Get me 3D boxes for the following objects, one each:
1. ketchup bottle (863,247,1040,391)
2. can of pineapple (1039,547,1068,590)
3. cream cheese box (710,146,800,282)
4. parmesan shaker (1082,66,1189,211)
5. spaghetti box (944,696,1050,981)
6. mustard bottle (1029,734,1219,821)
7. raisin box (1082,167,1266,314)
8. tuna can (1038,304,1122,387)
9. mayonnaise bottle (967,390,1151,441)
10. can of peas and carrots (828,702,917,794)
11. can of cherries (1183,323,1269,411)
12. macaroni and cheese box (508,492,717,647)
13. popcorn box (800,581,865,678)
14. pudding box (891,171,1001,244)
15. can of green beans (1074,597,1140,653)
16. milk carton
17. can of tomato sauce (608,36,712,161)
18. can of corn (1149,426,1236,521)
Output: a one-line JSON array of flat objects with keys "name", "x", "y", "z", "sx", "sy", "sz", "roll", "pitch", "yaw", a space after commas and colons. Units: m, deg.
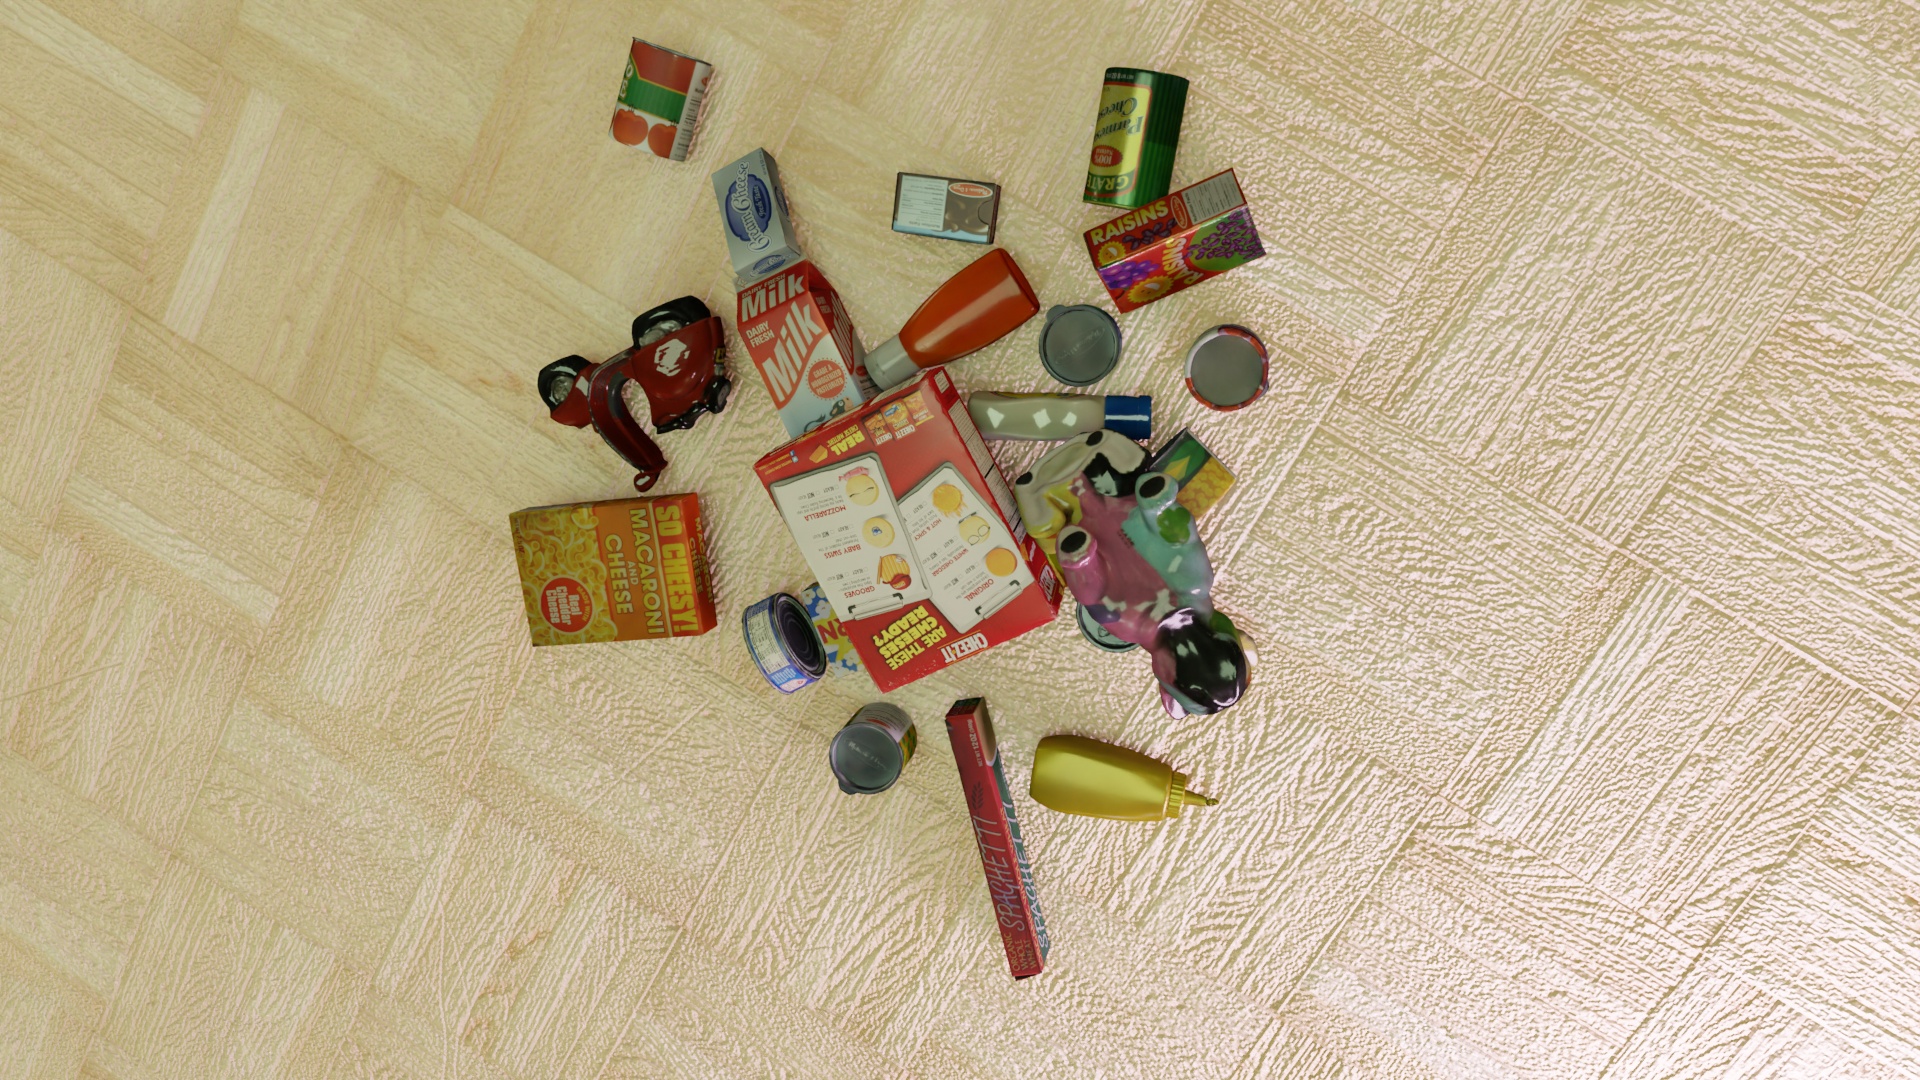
[{"name": "ketchup bottle", "x": -0.011, "y": -0.177, "z": 1.148, "sx": 0.148, "sy": 0.043, "sz": 0.064, "roll": -31, "pitch": 93, "yaw": 16}, {"name": "can of pineapple", "x": 0.074, "y": 0.011, "z": 1.156, "sx": 0.071, "sy": 0.071, "sz": 0.058, "roll": -28, "pitch": 96, "yaw": 16}, {"name": "cream cheese box", "x": -0.170, "y": -0.269, "z": 1.150, "sx": 0.053, "sy": 0.024, "sz": 0.104, "roll": -24, "pitch": 66, "yaw": 17}, {"name": "parmesan shaker", "x": 0.134, "y": -0.311, "z": 1.082, "sx": 0.071, "sy": 0.071, "sz": 0.102, "roll": 11, "pitch": 103, "yaw": 9}, {"name": "spaghetti box", "x": 0.034, "y": 0.262, "z": 1.224, "sx": 0.028, "sy": 0.050, "sz": 0.249, "roll": -12, "pitch": 99, "yaw": 15}, {"name": "mustard bottle", "x": 0.141, "y": 0.210, "z": 1.192, "sx": 0.160, "sy": 0.049, "sz": 0.065, "roll": 11, "pitch": 103, "yaw": 9}, {"name": "raisin box", "x": 0.167, "y": -0.229, "z": 1.078, "sx": 0.123, "sy": 0.086, "sz": 0.040, "roll": -21, "pitch": 69, "yaw": 15}, {"name": "tuna can", "x": 0.097, "y": -0.162, "z": 1.135, "sx": 0.071, "sy": 0.033, "sz": 0.071, "roll": 2, "pitch": 102, "yaw": 11}, {"name": "mayonnaise bottle", "x": 0.082, "y": -0.102, "z": 1.137, "sx": 0.148, "sy": 0.065, "sz": 0.041, "roll": 1, "pitch": 99, "yaw": 7}, {"name": "can of peas and carrots", "x": -0.077, "y": 0.185, "z": 1.226, "sx": 0.071, "sy": 0.059, "sz": 0.070, "roll": 2, "pitch": 102, "yaw": 12}, {"name": "can of cherries", "x": 0.214, "y": -0.136, "z": 1.103, "sx": 0.071, "sy": 0.058, "sz": 0.071, "roll": 2, "pitch": 101, "yaw": 12}, {"name": "macaroni and cheese box", "x": -0.305, "y": 0.026, "z": 1.224, "sx": 0.166, "sy": 0.040, "sz": 0.123, "roll": -5, "pitch": 100, "yaw": 14}, {"name": "popcorn box", "x": -0.064, "y": 0.059, "z": 1.209, "sx": 0.126, "sy": 0.038, "sz": 0.085, "roll": -20, "pitch": 97, "yaw": 15}, {"name": "pudding box", "x": -0.011, "y": -0.272, "z": 1.137, "sx": 0.084, "sy": 0.030, "sz": 0.049, "roll": 9, "pitch": 102, "yaw": 9}, {"name": "can of green beans", "x": 0.132, "y": 0.054, "z": 1.158, "sx": 0.071, "sy": 0.058, "sz": 0.071, "roll": 2, "pitch": 102, "yaw": 11}, {"name": "milk carton", "x": -0.122, "y": -0.146, "z": 1.162, "sx": 0.072, "sy": 0.073, "sz": 0.190, "roll": -23, "pitch": 95, "yaw": 16}, {"name": "can of tomato sauce", "x": -0.250, "y": -0.364, "z": 1.148, "sx": 0.071, "sy": 0.071, "sz": 0.082, "roll": 21, "pitch": 105, "yaw": 7}, {"name": "can of corn", "x": 0.179, "y": -0.047, "z": 1.123, "sx": 0.058, "sy": 0.071, "sz": 0.071, "roll": 44, "pitch": 106, "yaw": 0}]
